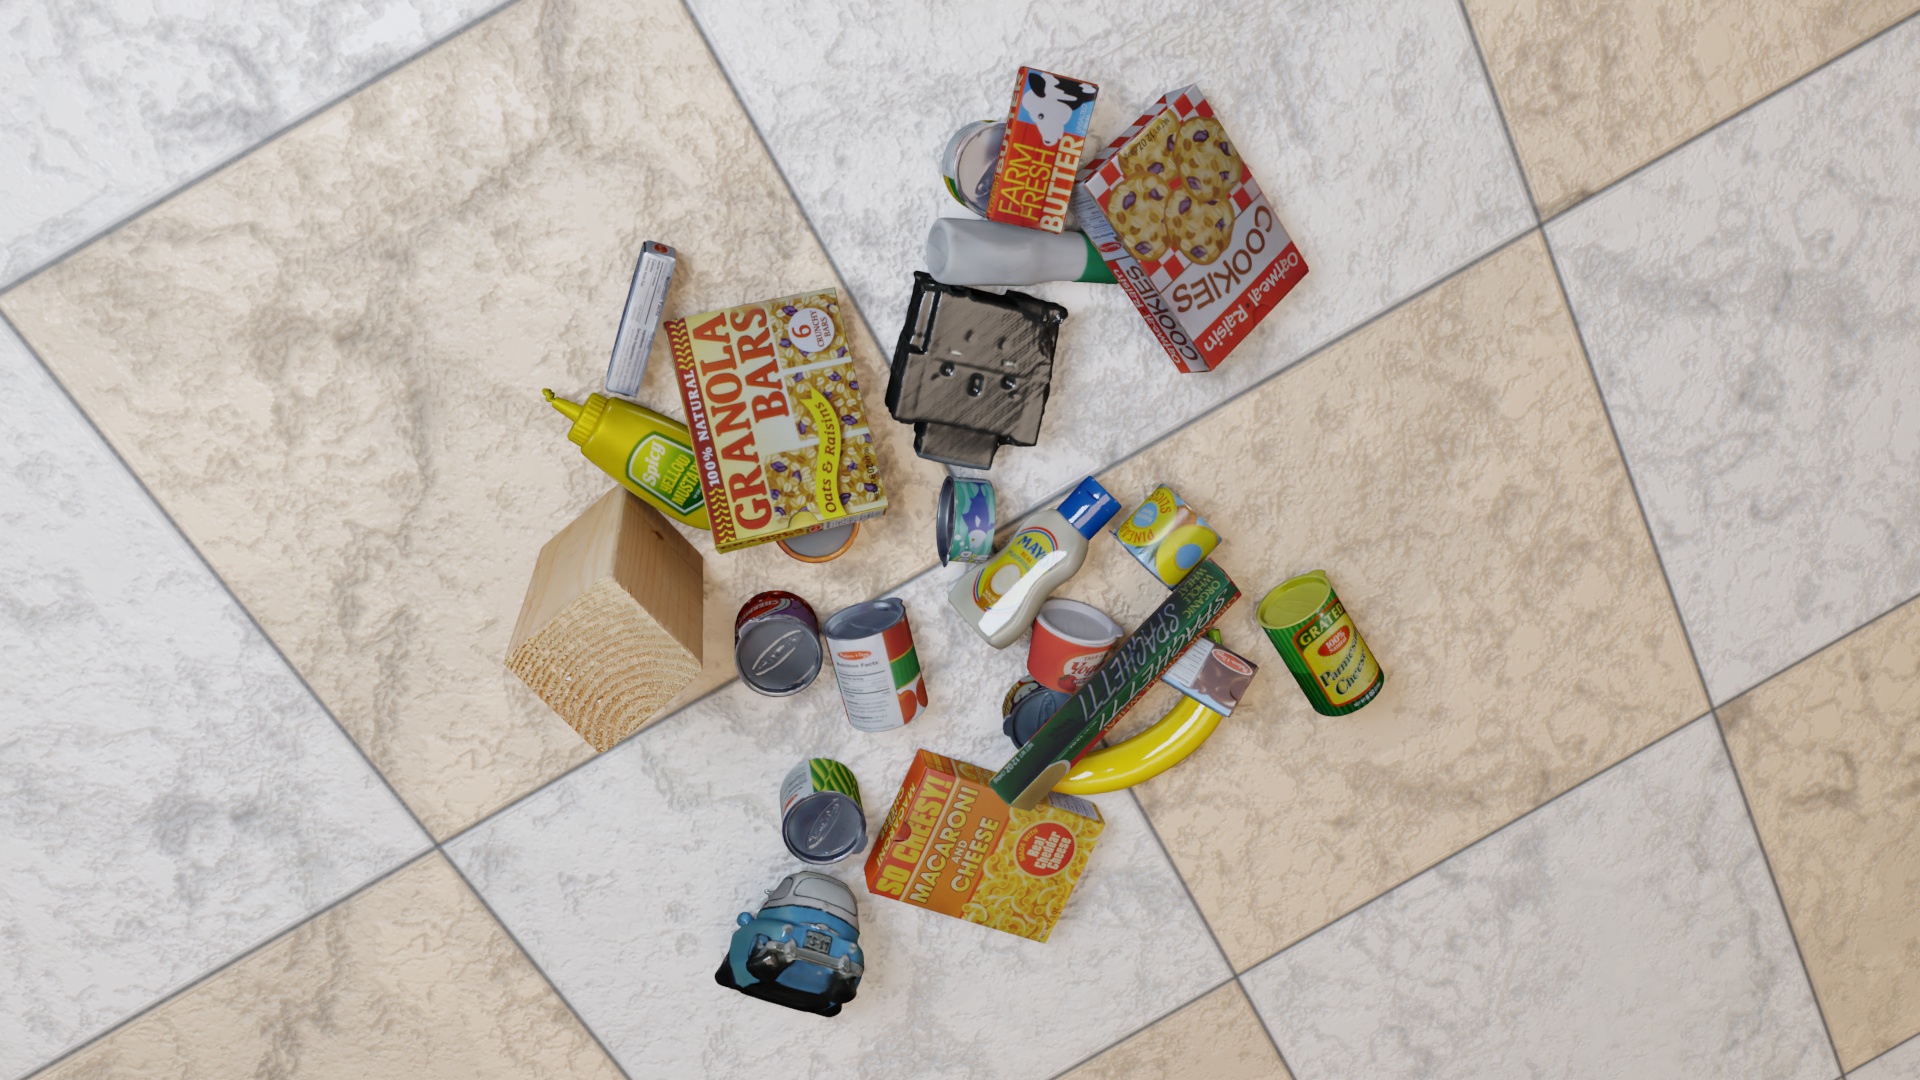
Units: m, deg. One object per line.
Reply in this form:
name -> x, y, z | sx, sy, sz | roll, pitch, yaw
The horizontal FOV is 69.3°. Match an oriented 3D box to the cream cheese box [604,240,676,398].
cream cheese box -> -0.225, -0.155, 0.974 | 0.024, 0.053, 0.103 | 15, 105, -16

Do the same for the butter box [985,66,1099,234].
butter box -> 0.054, -0.263, 0.939 | 0.053, 0.024, 0.103 | 10, 106, -14

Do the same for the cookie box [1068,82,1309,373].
cookie box -> 0.165, -0.223, 1.005 | 0.123, 0.040, 0.167 | -45, 111, -18

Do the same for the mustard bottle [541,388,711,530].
mustard bottle -> -0.231, -0.065, 1.005 | 0.160, 0.049, 0.065 | 29, 95, -18

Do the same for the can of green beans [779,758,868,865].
can of green beans -> -0.112, 0.217, 1.117 | 0.071, 0.058, 0.071 | -3, 109, -9

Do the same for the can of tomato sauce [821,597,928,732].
can of tomato sauce -> -0.065, 0.096, 1.082 | 0.071, 0.071, 0.082 | -15, 111, -5

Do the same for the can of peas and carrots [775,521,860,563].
can of peas and carrots -> -0.111, -0.021, 1.036 | 0.071, 0.059, 0.070 | -3, 109, -9

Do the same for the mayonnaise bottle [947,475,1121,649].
mayonnaise bottle -> 0.061, 0.014, 1.079 | 0.148, 0.065, 0.041 | -46, 155, 5

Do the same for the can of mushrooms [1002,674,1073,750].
can of mushrooms -> 0.066, 0.143, 1.137 | 0.071, 0.033, 0.070 | -3, 110, -9

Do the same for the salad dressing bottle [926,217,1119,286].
salad dressing bottle -> 0.051, -0.205, 0.995 | 0.148, 0.064, 0.043 | -3, 119, -25

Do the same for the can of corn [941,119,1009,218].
can of corn -> 0.025, -0.261, 0.980 | 0.071, 0.058, 0.071 | -3, 109, -9

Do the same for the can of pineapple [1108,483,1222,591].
can of pineapple -> 0.161, -0.004, 1.087 | 0.071, 0.071, 0.058 | 41, 97, -20

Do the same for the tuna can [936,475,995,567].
tuna can -> 0.004, -0.013, 1.054 | 0.033, 0.071, 0.070 | 4, 108, -12

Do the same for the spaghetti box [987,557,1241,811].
spaghetti box -> 0.123, 0.115, 1.092 | 0.250, 0.029, 0.050 | -46, 153, 4

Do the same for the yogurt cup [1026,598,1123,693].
yogurt cup -> 0.086, 0.085, 1.106 | 0.072, 0.073, 0.053 | 10, 115, -13

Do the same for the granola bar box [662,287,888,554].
granola bar box -> -0.130, -0.086, 0.981 | 0.124, 0.039, 0.165 | -13, 83, -8

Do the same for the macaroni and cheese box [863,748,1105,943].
macaroni and cheese box -> 0.020, 0.257, 1.163 | 0.166, 0.040, 0.123 | 20, 103, -16

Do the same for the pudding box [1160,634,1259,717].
pudding box -> 0.192, 0.103, 1.127 | 0.084, 0.030, 0.049 | 30, 88, 8

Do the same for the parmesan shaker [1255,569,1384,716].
parmesan shaker -> 0.299, 0.085, 1.143 | 0.071, 0.071, 0.103 | -35, 111, 3

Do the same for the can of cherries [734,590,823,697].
can of cherries -> -0.141, 0.076, 1.064 | 0.071, 0.058, 0.071 | -3, 110, -8
